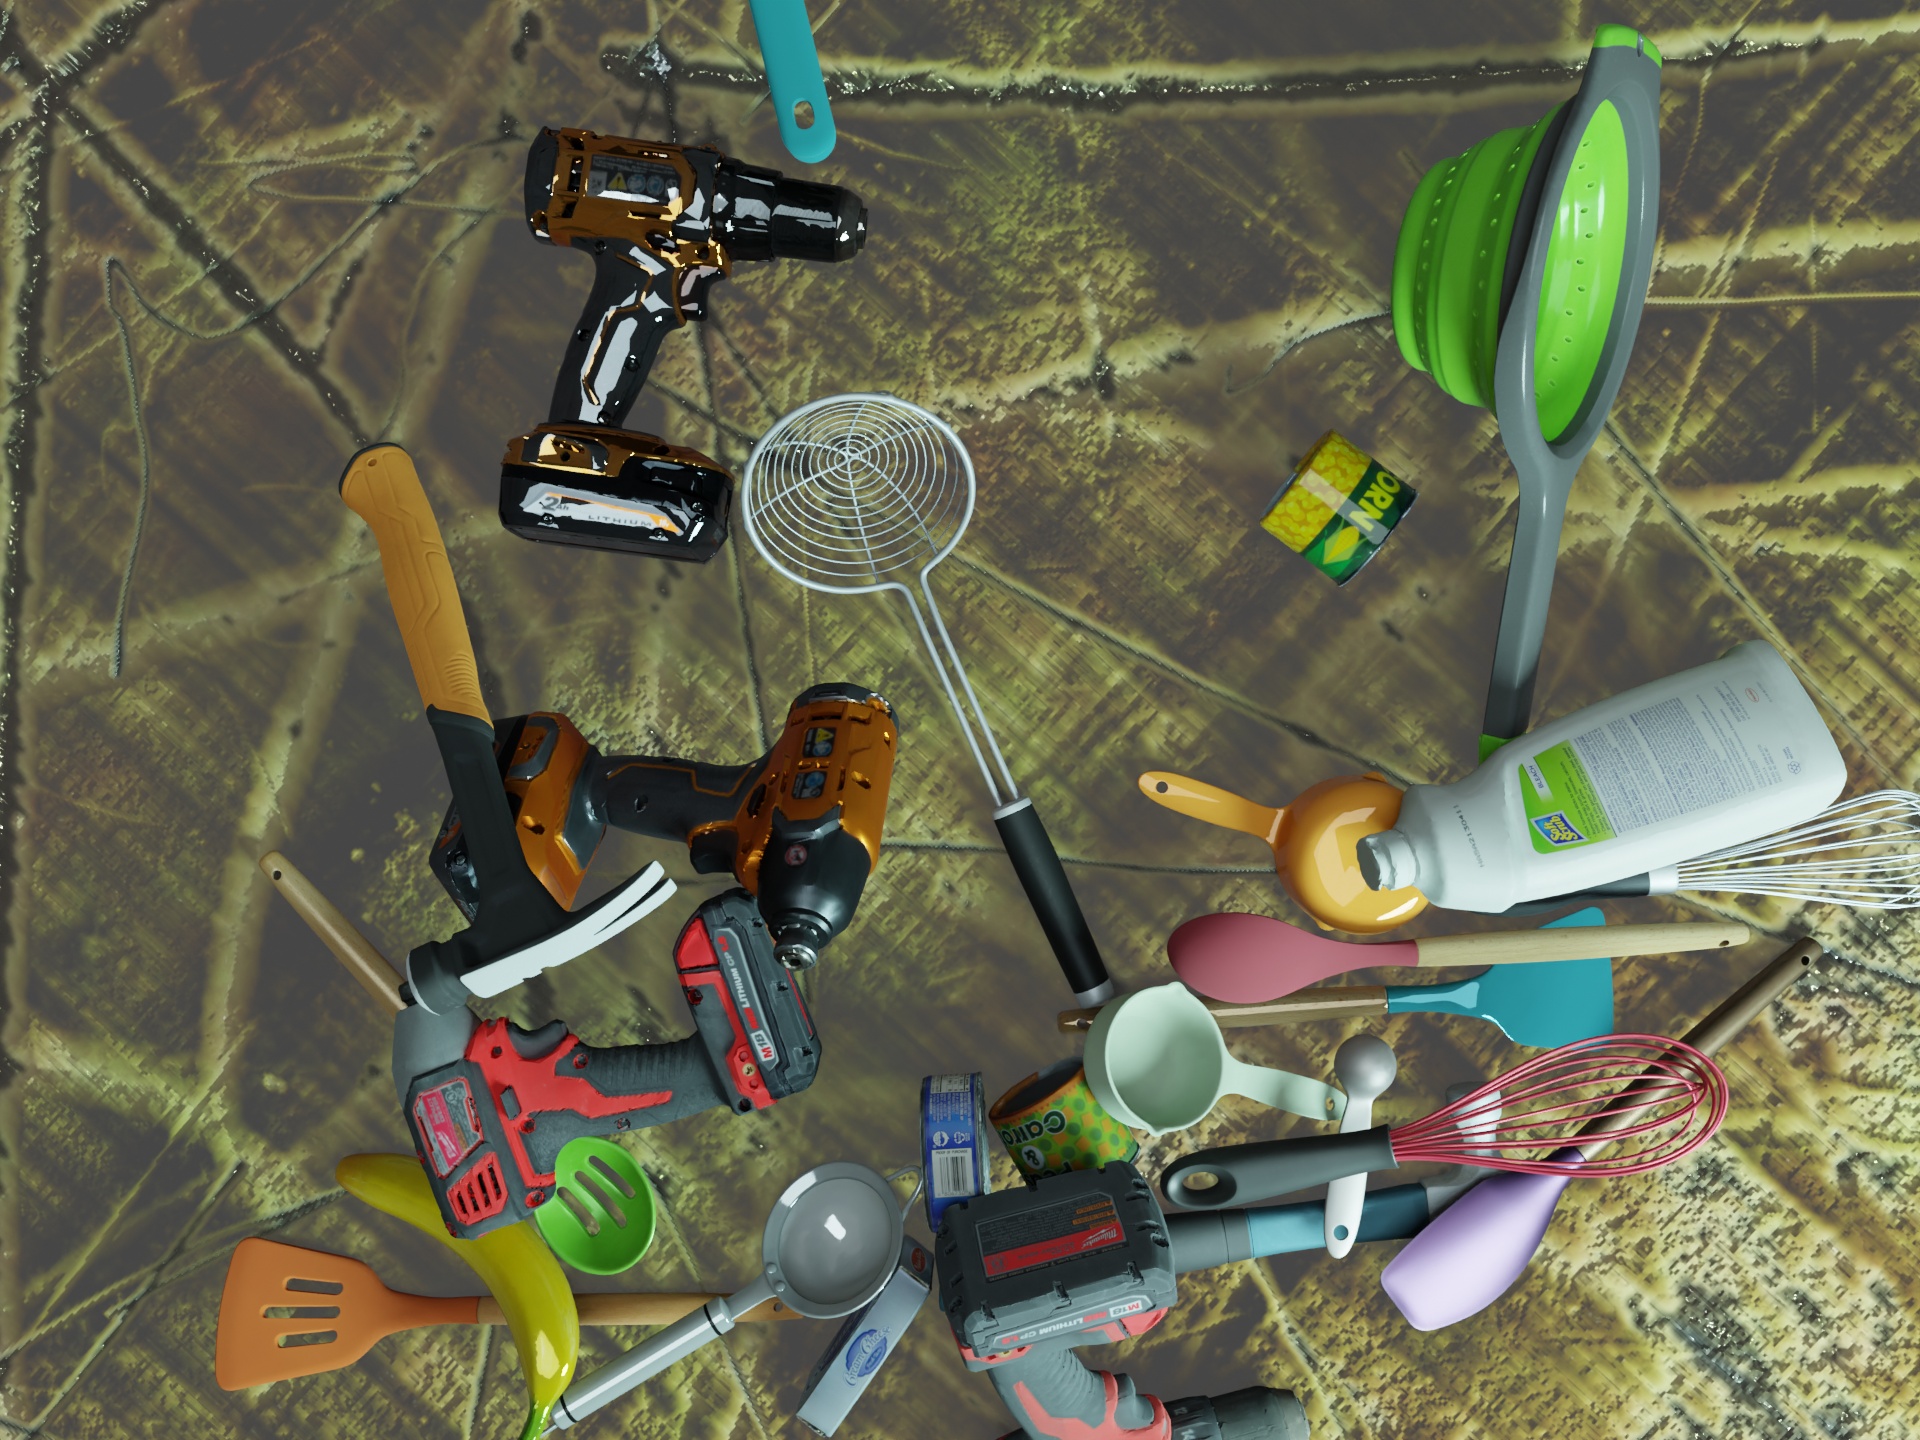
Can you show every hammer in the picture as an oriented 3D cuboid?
[{"bbox_3d":[0.149,0.292,0.903,0.331,0.033,0.128,-8,90,1],"label":"hammer"},{"bbox_3d":[-0.256,-0.021,0.820,0.127,0.034,0.337,-25,61,-3],"label":"hammer"}]

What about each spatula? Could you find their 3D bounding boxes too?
[{"bbox_3d":[-0.251,0.335,0.905,0.322,0.041,0.081,0,67,-1],"label":"spatula"},{"bbox_3d":[0.364,0.226,0.887,0.316,0.018,0.059,-39,97,-6],"label":"spatula"},{"bbox_3d":[0.214,0.160,0.905,0.317,0.044,0.082,-5,92,6],"label":"spatula"}]

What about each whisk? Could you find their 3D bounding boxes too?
[{"bbox_3d":[0.247,0.220,0.839,0.296,0.073,0.073,-16,91,17],"label":"whisk"},{"bbox_3d":[0.421,0.083,0.884,0.284,0.070,0.070,-7,92,5],"label":"whisk"}]

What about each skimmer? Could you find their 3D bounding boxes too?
[{"bbox_3d":[-0.001,-0.003,0.867,0.127,0.090,0.363,-24,92,10],"label":"skimmer"}]

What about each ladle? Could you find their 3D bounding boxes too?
[{"bbox_3d":[0.271,0.124,0.861,0.315,0.031,0.069,-3,132,-2],"label":"ladle"}]

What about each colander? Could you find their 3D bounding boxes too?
[{"bbox_3d":[0.283,-0.158,0.858,0.094,0.204,0.397,15,110,34],"label":"colander"}]

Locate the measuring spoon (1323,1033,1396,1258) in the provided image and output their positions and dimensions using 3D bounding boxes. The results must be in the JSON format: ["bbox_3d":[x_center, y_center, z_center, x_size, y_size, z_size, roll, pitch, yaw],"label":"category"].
[{"bbox_3d":[0.218,0.236,0.876,0.034,0.018,0.124,9,87,3],"label":"measuring spoon"}]

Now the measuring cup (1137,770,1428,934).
[{"bbox_3d":[0.183,0.062,0.885,0.173,0.052,0.095,19,92,-2],"label":"measuring cup"}]

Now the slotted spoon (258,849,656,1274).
[{"bbox_3d":[-0.289,0.190,0.910,0.070,0.031,0.314,-44,89,1],"label":"slotted spoon"}]

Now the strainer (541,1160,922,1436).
[{"bbox_3d":[-0.127,0.327,0.888,0.258,0.050,0.087,-30,51,-6],"label":"strainer"}]

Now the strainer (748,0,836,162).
[{"bbox_3d":[-0.113,-0.462,0.856,0.211,0.095,0.340,-13,93,4],"label":"strainer"}]

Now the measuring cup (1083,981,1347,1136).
[{"bbox_3d":[0.141,0.198,0.881,0.167,0.038,0.083,20,69,-23],"label":"measuring cup"}]

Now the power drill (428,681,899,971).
[{"bbox_3d":[-0.150,0.062,0.826,0.226,0.164,0.084,-4,136,12],"label":"power drill"}]

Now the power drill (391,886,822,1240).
[{"bbox_3d":[-0.198,0.177,0.869,0.219,0.078,0.143,-22,86,-4],"label":"power drill"}]

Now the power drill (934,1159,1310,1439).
[{"bbox_3d":[0.088,0.347,0.852,0.188,0.080,0.226,-14,120,-2],"label":"power drill"}]

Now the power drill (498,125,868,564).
[{"bbox_3d":[-0.153,-0.204,0.873,0.185,0.084,0.226,7,87,-1],"label":"power drill"}]
